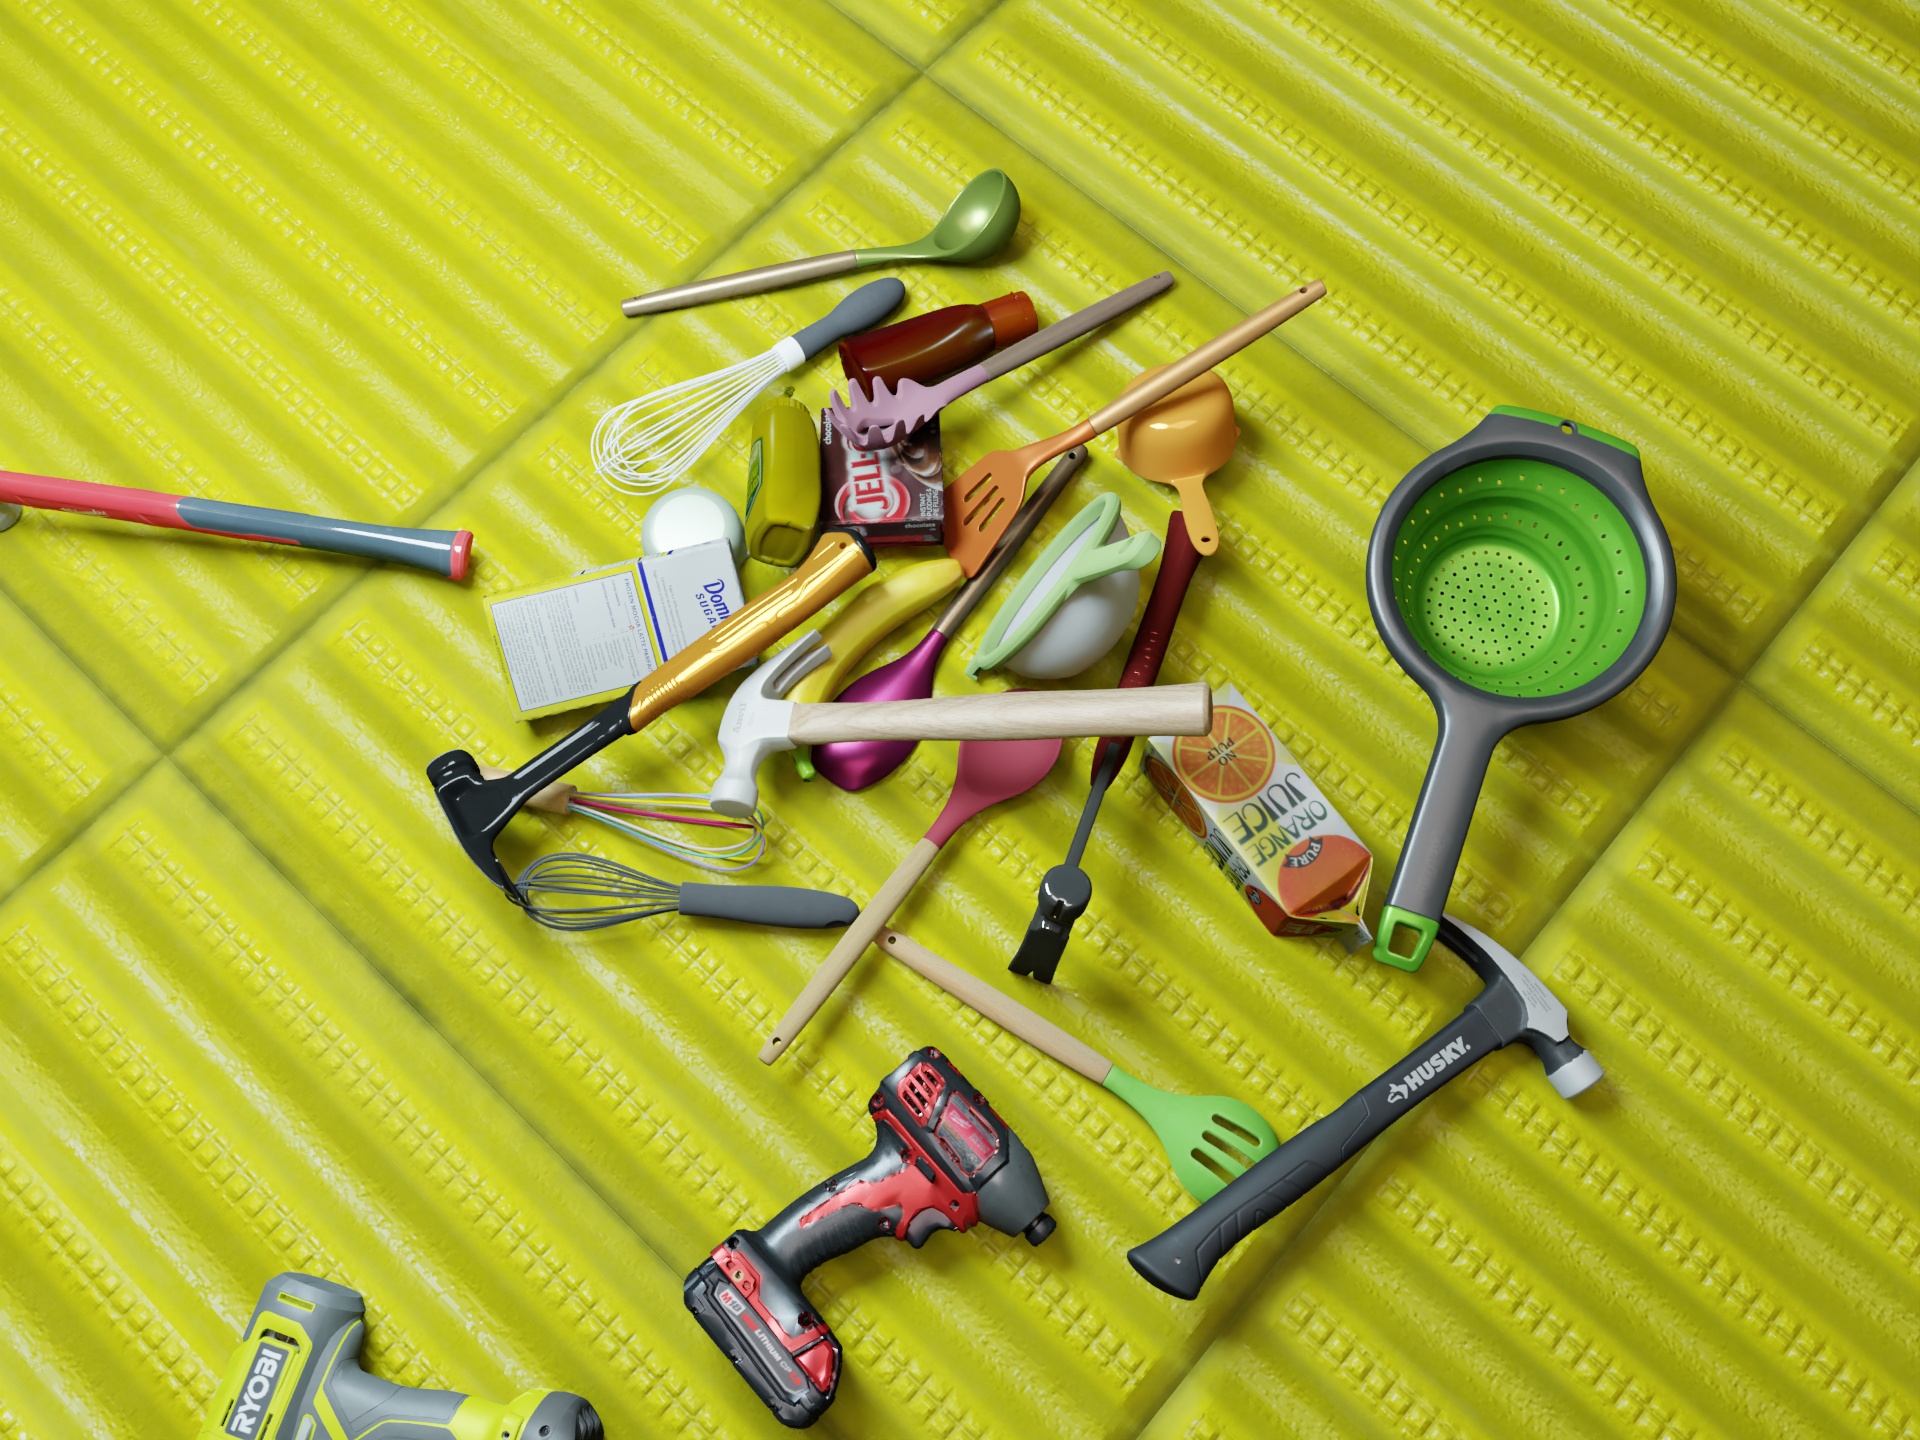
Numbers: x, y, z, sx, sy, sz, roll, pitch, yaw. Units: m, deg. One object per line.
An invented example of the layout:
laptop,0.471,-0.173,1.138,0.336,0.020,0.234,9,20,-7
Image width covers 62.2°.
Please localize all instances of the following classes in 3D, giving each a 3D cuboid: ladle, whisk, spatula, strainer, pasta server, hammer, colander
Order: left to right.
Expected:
hammer,-0.545,-0.151,1.131,0.386,0.143,0.038,8,75,-1
whisk,-0.249,0.056,1.101,0.245,0.047,0.051,12,73,8
hammer,-0.196,-0.017,1.071,0.337,0.034,0.127,-36,58,-5
whisk,-0.188,0.123,1.079,0.239,0.055,0.055,5,72,-3
whisk,-0.156,-0.260,1.203,0.284,0.070,0.070,-36,75,-16
ladle,-0.109,-0.364,1.234,0.320,0.062,0.078,-12,43,0
ladle,-0.034,0.105,1.080,0.069,0.031,0.315,33,71,15
hammer,-0.002,-0.003,1.038,0.331,0.031,0.130,-2,59,17
pasta server,0.038,-0.276,1.186,0.316,0.040,0.060,-31,55,-21
strainer,0.095,-0.082,1.050,0.069,0.256,0.151,38,79,-11
hammer,0.111,0.003,1.095,0.037,0.149,0.359,20,61,4
spatula,0.118,-0.218,1.135,0.322,0.041,0.081,-31,58,9
hammer,0.245,0.254,1.013,0.335,0.035,0.146,-30,74,-18
colander,0.352,-0.016,1.100,0.204,0.094,0.397,19,80,7

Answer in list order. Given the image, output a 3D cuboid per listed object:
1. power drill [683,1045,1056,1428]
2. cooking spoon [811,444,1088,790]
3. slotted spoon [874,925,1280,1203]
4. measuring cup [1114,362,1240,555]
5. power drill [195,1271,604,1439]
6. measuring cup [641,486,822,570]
power drill,-0.052,0.326,0.995,0.220,0.078,0.143,-41,76,-15
cooking spoon,-0.001,-0.082,1.158,0.069,0.017,0.319,34,75,12
slotted spoon,0.074,0.222,1.052,0.314,0.031,0.070,30,71,11
measuring cup,0.162,-0.192,1.142,0.095,0.052,0.174,-10,47,4
power drill,-0.350,0.458,0.950,0.228,0.080,0.191,15,72,8
measuring cup,-0.152,-0.138,1.166,0.167,0.038,0.083,-5,72,0
